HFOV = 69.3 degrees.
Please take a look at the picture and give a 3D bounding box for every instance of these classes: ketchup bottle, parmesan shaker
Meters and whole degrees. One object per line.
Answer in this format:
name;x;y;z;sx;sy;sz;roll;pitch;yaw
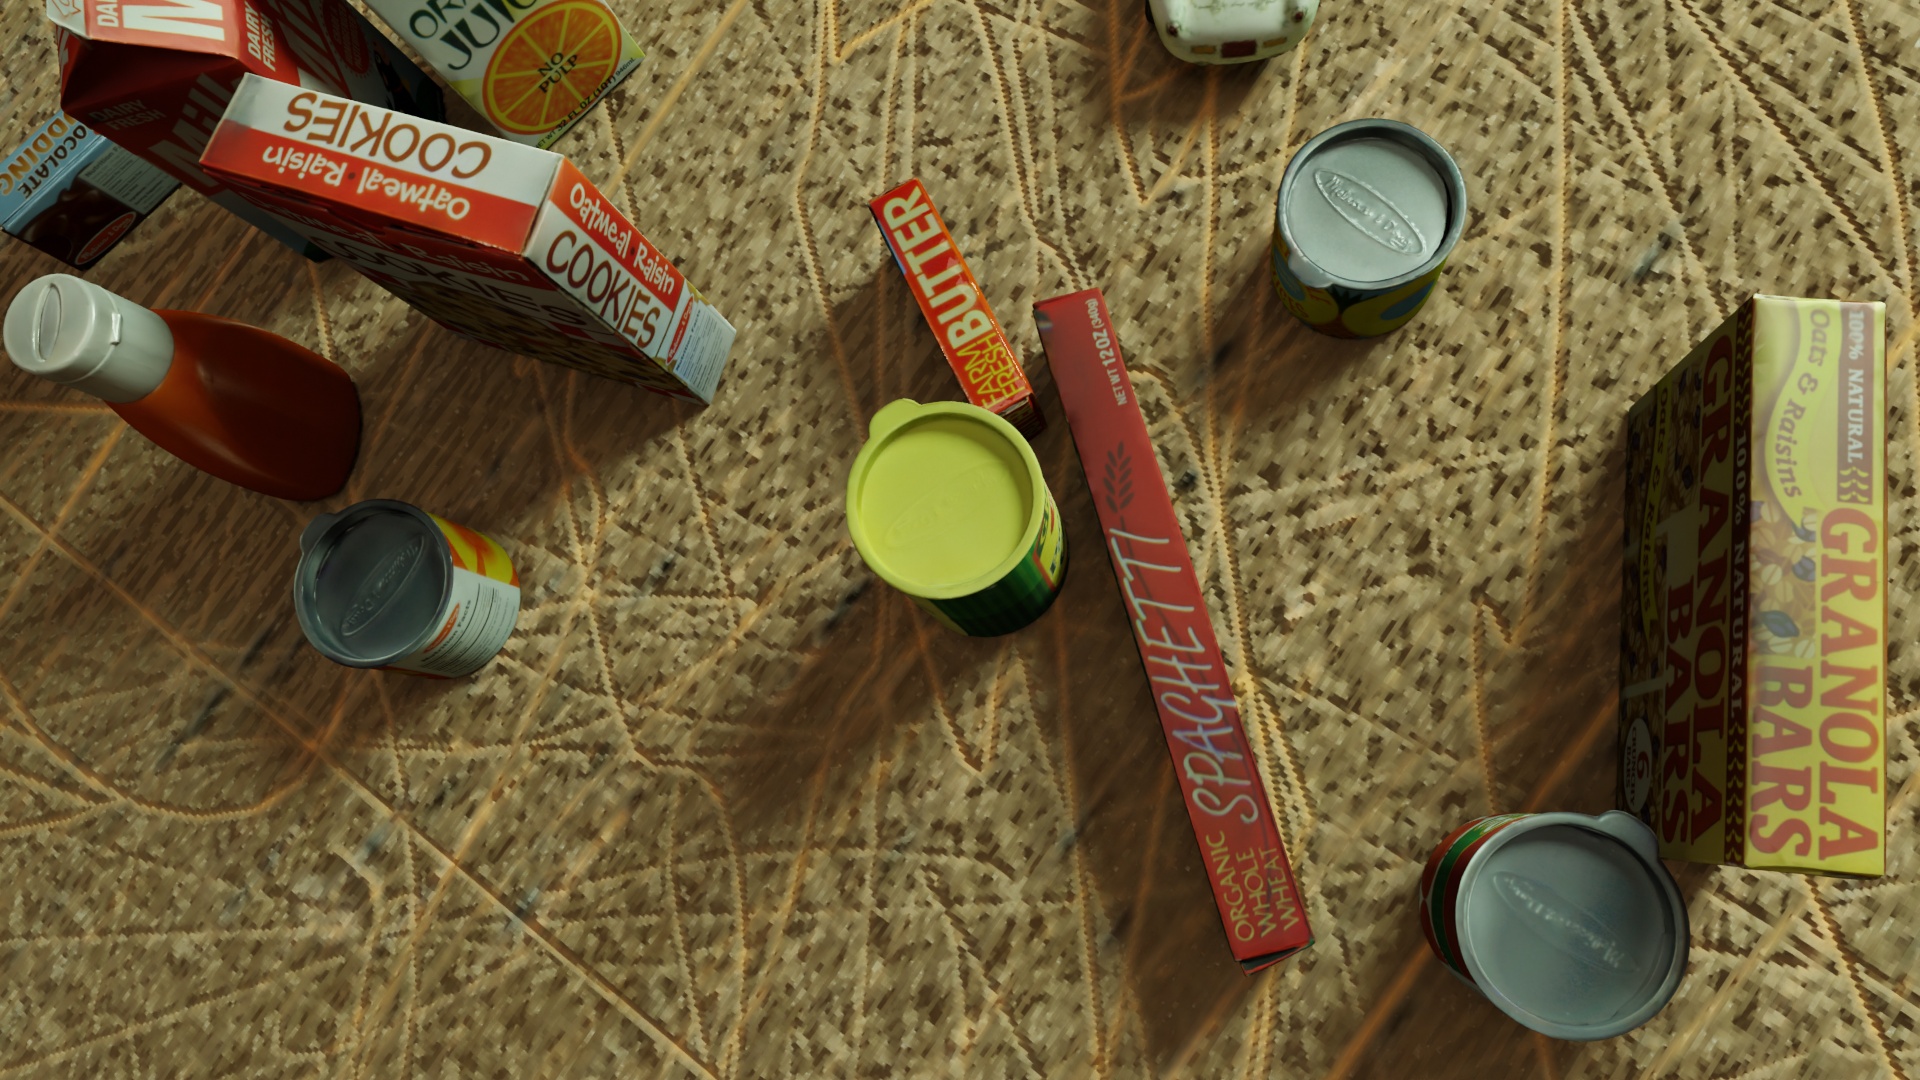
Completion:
ketchup bottle;-0.296;-0.060;0.541;0.043;0.148;0.065;-3;79;9
parmesan shaker;0.002;-0.006;0.503;0.071;0.103;0.071;-2;79;9

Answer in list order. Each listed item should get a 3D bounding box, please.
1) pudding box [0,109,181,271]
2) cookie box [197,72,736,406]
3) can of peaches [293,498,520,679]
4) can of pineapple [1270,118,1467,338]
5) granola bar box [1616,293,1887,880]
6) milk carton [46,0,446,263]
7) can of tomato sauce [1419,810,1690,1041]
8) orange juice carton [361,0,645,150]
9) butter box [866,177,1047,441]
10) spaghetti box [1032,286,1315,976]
pudding box;-0.393;-0.167;0.631;0.084;0.049;0.030;-43;75;-1
cookie box;-0.172;-0.104;0.519;0.123;0.167;0.040;17;82;13
can of peaches;-0.222;0.020;0.559;0.071;0.058;0.071;-2;78;9
can of pineapple;0.150;-0.115;0.524;0.071;0.058;0.071;-2;78;9
granola bar box;0.249;0.021;0.444;0.039;0.124;0.166;5;80;11
milk carton;-0.280;-0.183;0.542;0.073;0.190;0.072;-13;77;7
can of tomato sauce;0.190;0.121;0.455;0.071;0.083;0.071;-2;79;9
orange juice carton;-0.205;-0.234;0.539;0.072;0.192;0.073;-43;75;0
butter box;0.000;-0.087;0.546;0.024;0.053;0.103;-28;75;4
spaghetti box;0.076;0.029;0.510;0.029;0.050;0.250;-18;76;6
